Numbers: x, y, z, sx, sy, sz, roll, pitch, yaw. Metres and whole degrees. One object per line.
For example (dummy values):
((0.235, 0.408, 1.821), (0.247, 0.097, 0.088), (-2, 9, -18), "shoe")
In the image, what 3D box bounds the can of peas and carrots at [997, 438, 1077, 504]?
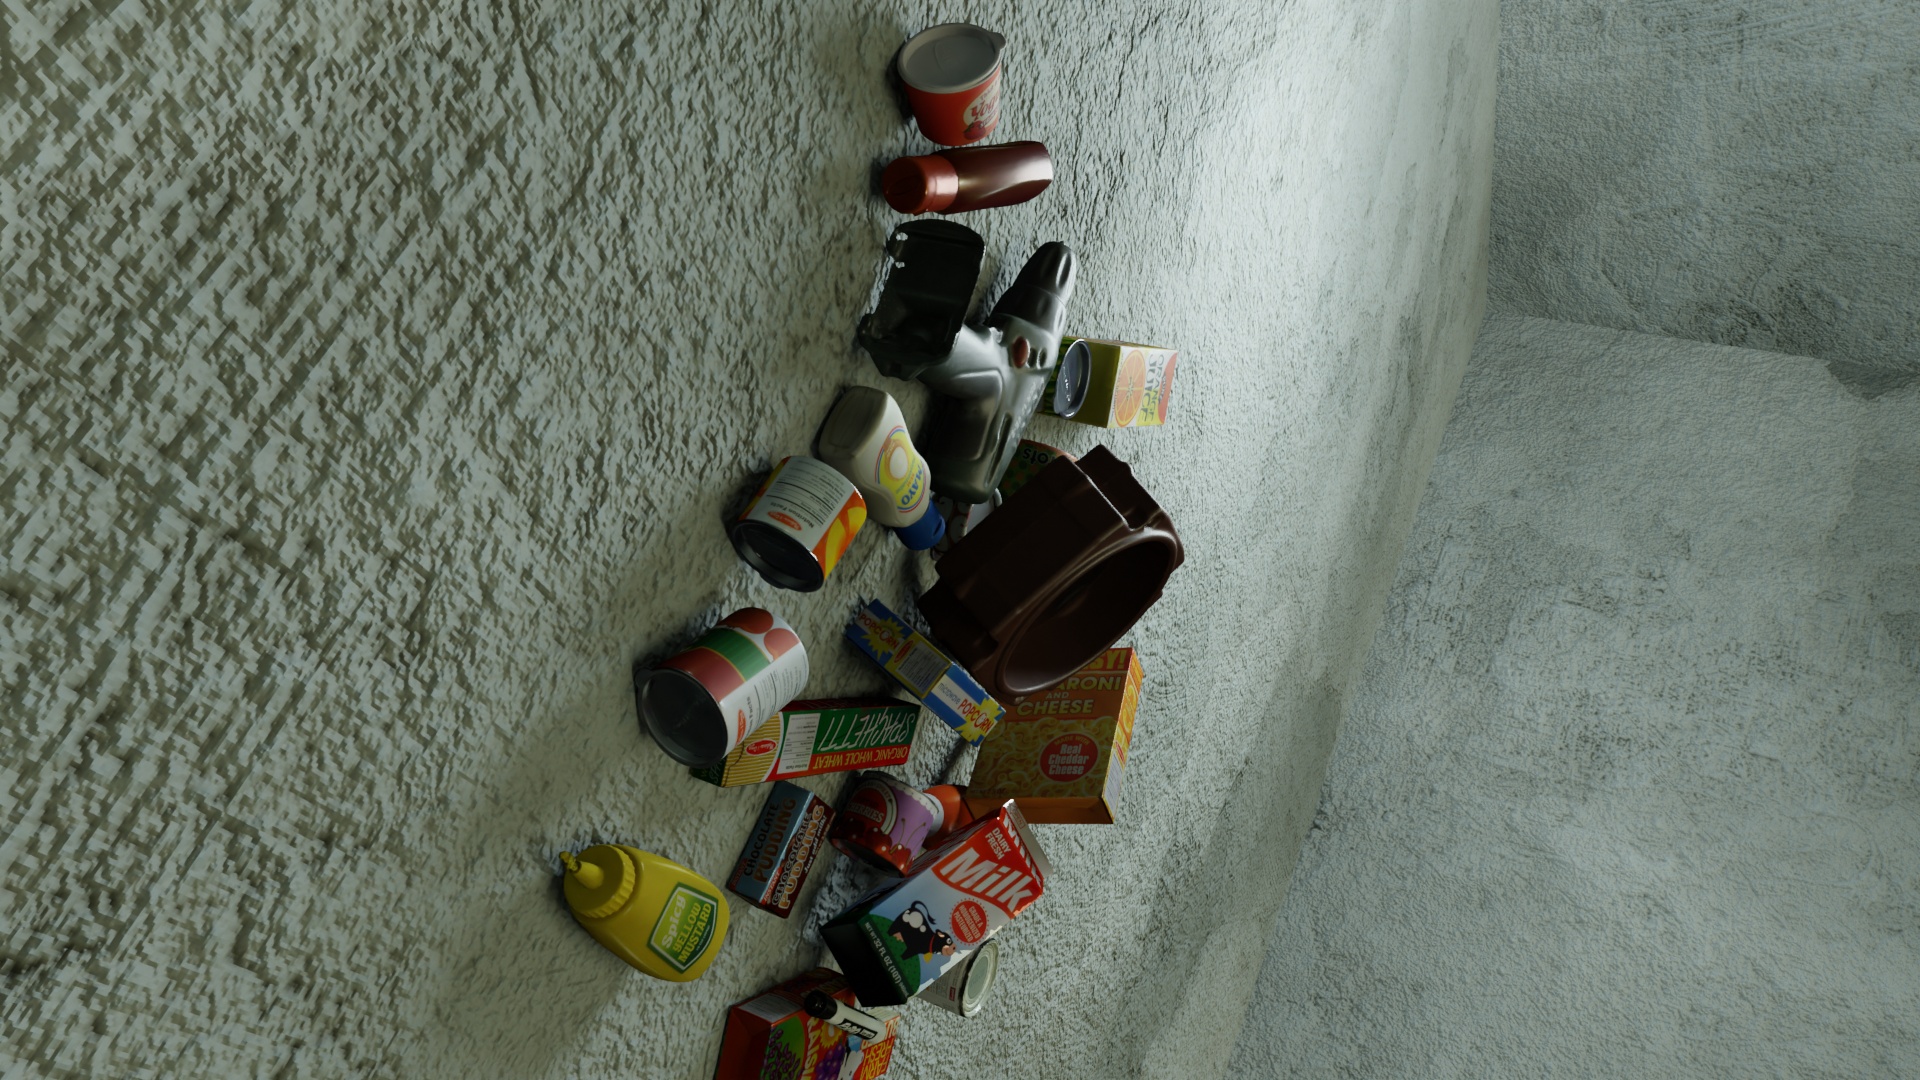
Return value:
((0.060, -0.048, 1.156), (0.071, 0.071, 0.059), (31, 74, -63), "can of peas and carrots")

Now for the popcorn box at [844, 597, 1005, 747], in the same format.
((-0.025, 0.100, 1.038), (0.038, 0.085, 0.126), (-50, 149, -6), "popcorn box")

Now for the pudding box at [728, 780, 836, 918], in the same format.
((-0.124, 0.215, 0.968), (0.084, 0.030, 0.049), (-65, 151, -21), "pudding box")

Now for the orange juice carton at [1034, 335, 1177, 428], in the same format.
((0.141, -0.145, 1.264), (0.193, 0.073, 0.071), (-12, 113, -62), "orange juice carton")

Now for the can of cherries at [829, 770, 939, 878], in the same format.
((-0.060, 0.215, 1.057), (0.058, 0.071, 0.071), (-61, 151, -24), "can of cherries")

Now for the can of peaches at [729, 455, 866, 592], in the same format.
((-0.100, -0.009, 0.864), (0.058, 0.071, 0.071), (-59, 149, -31), "can of peaches")

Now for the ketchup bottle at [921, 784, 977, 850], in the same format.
((-0.016, 0.237, 1.179), (0.148, 0.043, 0.065), (34, 70, -62), "ketchup bottle")

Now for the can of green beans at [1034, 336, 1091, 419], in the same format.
((0.067, -0.137, 1.138), (0.071, 0.058, 0.071), (-40, 137, -51), "can of green beans")

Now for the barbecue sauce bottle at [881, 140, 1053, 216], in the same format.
((0.003, -0.247, 0.951), (0.149, 0.065, 0.043), (-27, 103, -53), "barbecue sauce bottle")

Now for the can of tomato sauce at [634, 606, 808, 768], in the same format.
((-0.142, 0.085, 0.830), (0.083, 0.071, 0.071), (-39, 136, -52), "can of tomato sauce")

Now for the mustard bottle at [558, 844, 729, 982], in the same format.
((-0.191, 0.213, 0.813), (0.065, 0.049, 0.159), (-67, 153, -21), "mustard bottle")

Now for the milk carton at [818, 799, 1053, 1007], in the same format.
((-0.008, 0.279, 1.087), (0.191, 0.073, 0.072), (-28, 87, -36), "milk carton")

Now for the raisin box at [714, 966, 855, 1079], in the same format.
((-0.129, 0.375, 1.030), (0.123, 0.040, 0.086), (6, 97, -64), "raisin box")

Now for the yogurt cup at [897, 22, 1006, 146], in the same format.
((-0.004, -0.297, 0.911), (0.073, 0.072, 0.053), (-61, 158, -28), "yogurt cup")

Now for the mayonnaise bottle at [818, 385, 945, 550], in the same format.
((-0.050, -0.044, 0.972), (0.065, 0.041, 0.147), (-65, 151, -21), "mayonnaise bottle")

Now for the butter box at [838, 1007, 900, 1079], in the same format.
((-0.088, 0.424, 1.152), (0.103, 0.024, 0.053), (15, 89, -64), "butter box")

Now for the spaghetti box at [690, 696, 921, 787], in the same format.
((-0.100, 0.138, 0.978), (0.250, 0.029, 0.050), (11, 93, -64), "spaghetti box")

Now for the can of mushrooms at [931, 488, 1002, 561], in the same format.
((0.004, -0.014, 1.103), (0.071, 0.033, 0.070), (-40, 137, -51), "can of mushrooms")

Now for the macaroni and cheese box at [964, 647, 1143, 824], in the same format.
((0.084, 0.169, 1.210), (0.167, 0.123, 0.040), (-70, 147, -44), "macaroni and cheese box")
